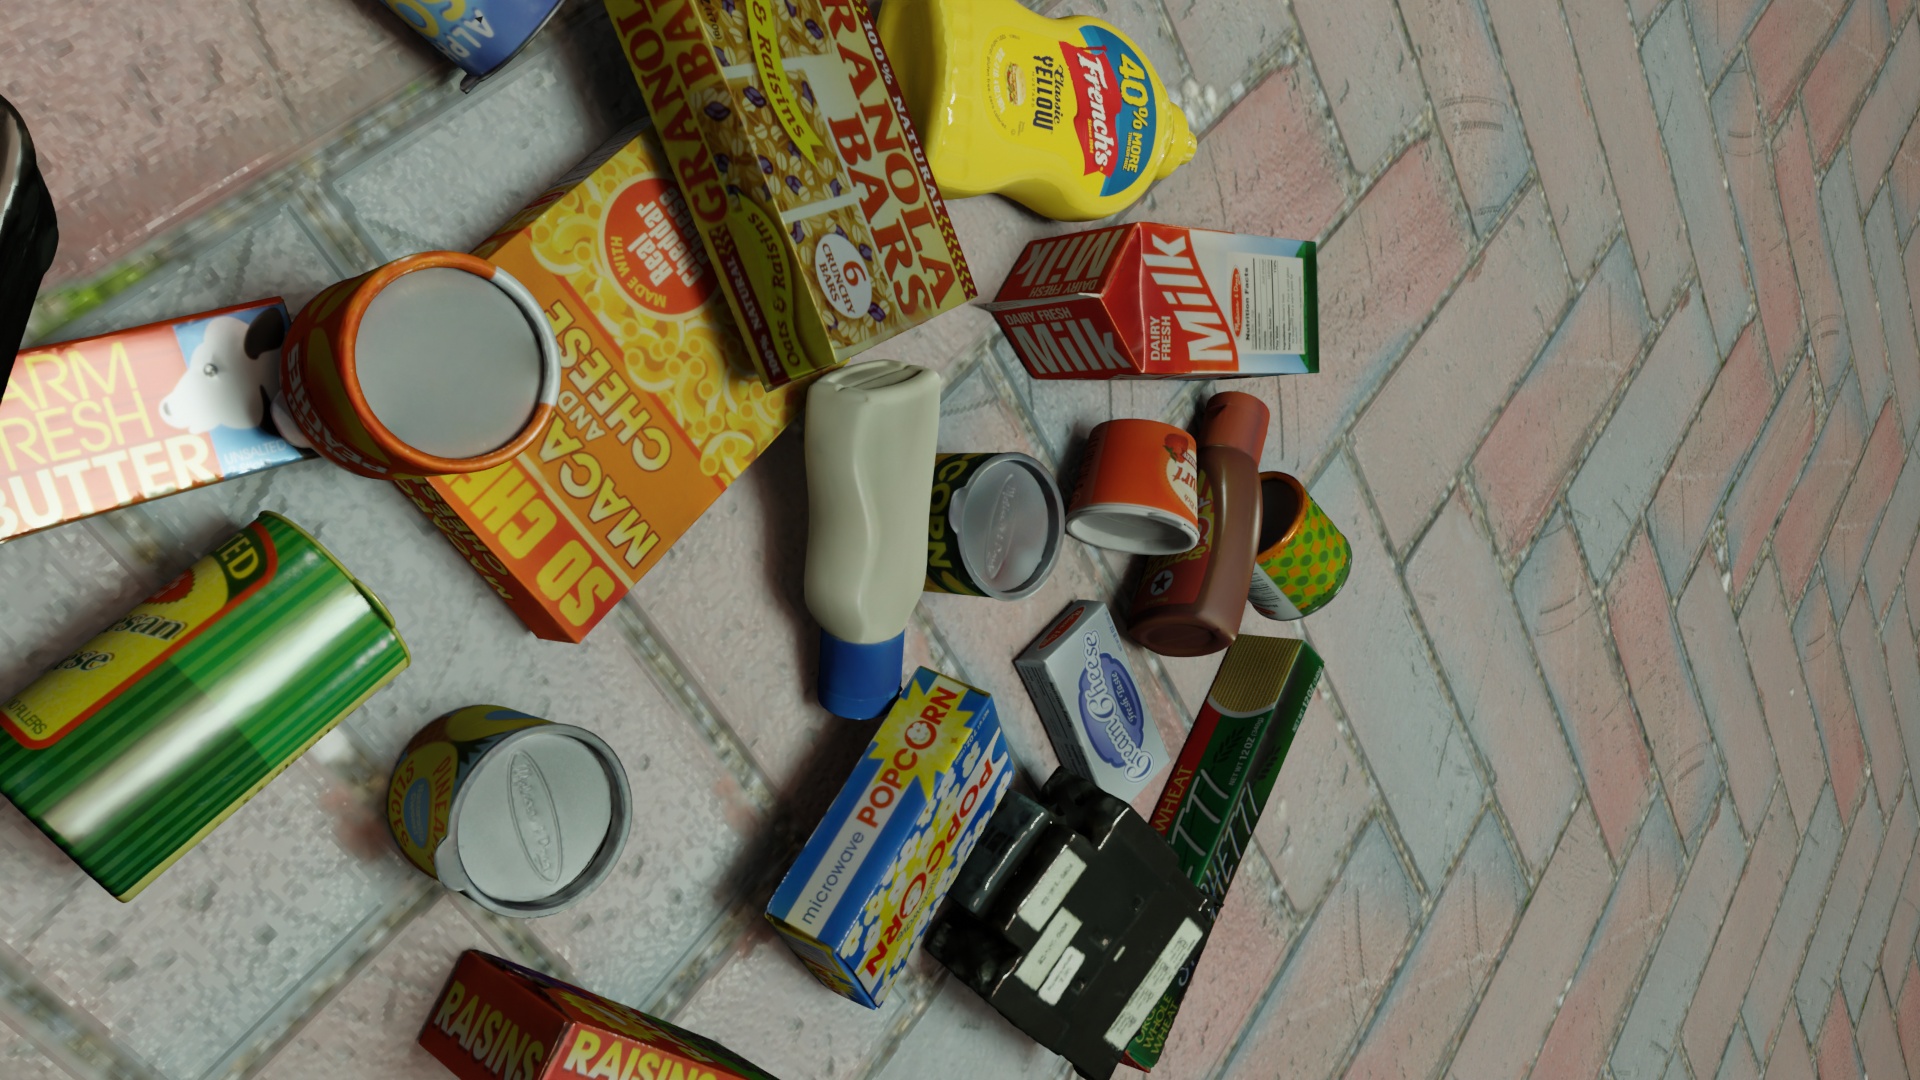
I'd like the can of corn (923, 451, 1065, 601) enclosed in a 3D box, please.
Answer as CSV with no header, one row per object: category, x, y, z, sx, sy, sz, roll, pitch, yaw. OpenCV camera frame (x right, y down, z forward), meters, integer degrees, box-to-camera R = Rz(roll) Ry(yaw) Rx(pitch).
can of corn,0.002,-0.008,0.631,0.071,0.058,0.071,-2,94,-42

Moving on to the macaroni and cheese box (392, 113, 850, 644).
macaroni and cheese box,-0.132,-0.063,0.519,0.167,0.040,0.123,-51,122,-29

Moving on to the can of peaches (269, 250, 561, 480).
can of peaches,-0.166,-0.051,0.422,0.071,0.058,0.071,0,90,-41

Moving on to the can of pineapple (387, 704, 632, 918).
can of pineapple,-0.160,0.093,0.487,0.071,0.058,0.071,-2,93,-42

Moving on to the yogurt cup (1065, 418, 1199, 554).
yogurt cup,0.090,-0.028,0.707,0.072,0.072,0.054,24,68,-40

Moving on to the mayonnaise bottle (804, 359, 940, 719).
mayonnaise bottle,-0.039,0.002,0.580,0.065,0.041,0.147,-29,129,-55

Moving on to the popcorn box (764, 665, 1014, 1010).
popcorn box,-0.027,0.129,0.600,0.127,0.038,0.085,-57,154,-25

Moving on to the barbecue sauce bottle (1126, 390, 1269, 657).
barbecue sauce bottle,0.135,-0.011,0.751,0.043,0.064,0.149,33,61,-25

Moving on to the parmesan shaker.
parmesan shaker,-0.228,0.048,0.415,0.103,0.071,0.071,-47,121,-31

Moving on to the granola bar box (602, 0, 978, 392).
granola bar box,-0.061,-0.155,0.542,0.125,0.039,0.165,-39,110,-57

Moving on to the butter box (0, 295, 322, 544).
butter box,-0.252,-0.038,0.422,0.104,0.024,0.053,-24,107,-39

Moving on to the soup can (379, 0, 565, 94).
soup can,-0.176,-0.203,0.459,0.083,0.071,0.071,38,67,-36

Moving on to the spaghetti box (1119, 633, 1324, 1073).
spaghetti box,0.130,0.162,0.758,0.028,0.050,0.251,44,63,-32

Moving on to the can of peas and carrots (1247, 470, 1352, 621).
can of peas and carrots,0.180,0.001,0.786,0.058,0.071,0.071,43,64,-34

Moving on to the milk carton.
milk carton,0.099,-0.118,0.706,0.191,0.072,0.073,-6,96,-43

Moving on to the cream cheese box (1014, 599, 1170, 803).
cream cheese box,0.069,0.088,0.718,0.053,0.024,0.103,-40,116,-33

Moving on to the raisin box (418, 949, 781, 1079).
raisin box,-0.121,0.196,0.507,0.123,0.086,0.040,37,69,-37
